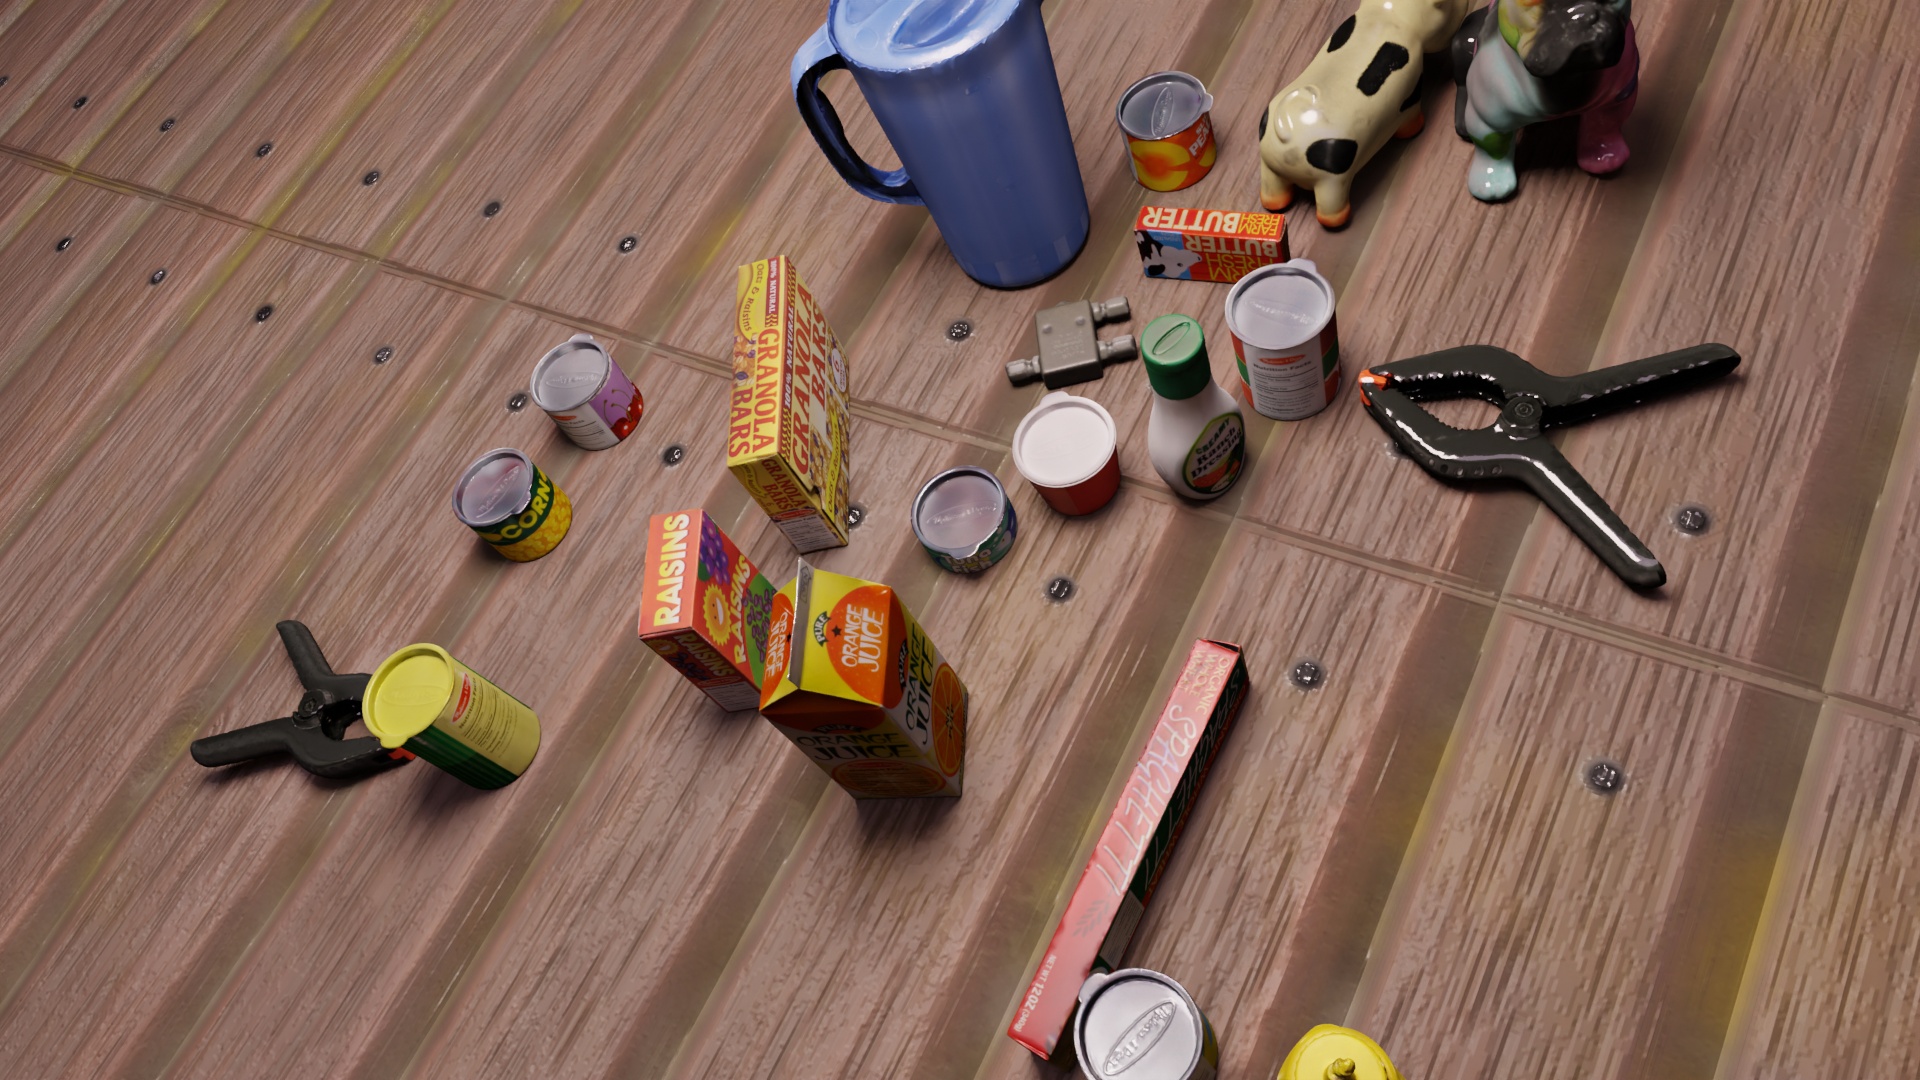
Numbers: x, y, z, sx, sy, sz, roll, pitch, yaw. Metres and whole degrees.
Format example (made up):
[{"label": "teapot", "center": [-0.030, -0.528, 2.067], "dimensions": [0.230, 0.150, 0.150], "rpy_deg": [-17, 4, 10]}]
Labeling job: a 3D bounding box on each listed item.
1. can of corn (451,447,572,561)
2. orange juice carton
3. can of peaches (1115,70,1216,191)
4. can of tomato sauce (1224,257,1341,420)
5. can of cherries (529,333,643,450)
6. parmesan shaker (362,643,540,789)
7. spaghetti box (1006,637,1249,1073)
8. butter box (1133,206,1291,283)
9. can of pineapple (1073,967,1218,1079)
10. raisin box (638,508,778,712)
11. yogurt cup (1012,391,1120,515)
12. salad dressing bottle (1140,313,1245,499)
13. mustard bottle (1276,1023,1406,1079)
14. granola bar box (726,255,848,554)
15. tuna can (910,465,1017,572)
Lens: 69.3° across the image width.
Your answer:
[{"label": "can of corn", "center": [-0.329, -0.025, 1.029], "dimensions": [0.071, 0.058, 0.071], "rpy_deg": [-8, 59, 14]}, {"label": "orange juice carton", "center": [-0.058, 0.084, 0.793], "dimensions": [0.073, 0.192, 0.072], "rpy_deg": [-5, 60, 16]}, {"label": "can of peaches", "center": [0.154, -0.300, 1.023], "dimensions": [0.071, 0.058, 0.071], "rpy_deg": [-8, 59, 14]}, {"label": "can of tomato sauce", "center": [0.209, -0.128, 0.890], "dimensions": [0.071, 0.082, 0.071], "rpy_deg": [-8, 59, 14]}, {"label": "can of cherries", "center": [-0.284, -0.114, 1.064], "dimensions": [0.071, 0.058, 0.072], "rpy_deg": [-8, 59, 14]}, {"label": "parmesan shaker", "center": [-0.335, 0.121, 0.920], "dimensions": [0.071, 0.102, 0.071], "rpy_deg": [-8, 59, 14]}, {"label": "spaghetti box", "center": [0.099, 0.170, 0.775], "dimensions": [0.029, 0.050, 0.251], "rpy_deg": [19, 69, 27]}, {"label": "butter box", "center": [0.176, -0.204, 0.963], "dimensions": [0.103, 0.053, 0.024], "rpy_deg": [9, 65, 23]}, {"label": "can of pineapple", "center": [0.096, 0.259, 0.720], "dimensions": [0.071, 0.057, 0.071], "rpy_deg": [-8, 59, 14]}, {"label": "raisin box", "center": [-0.158, 0.047, 0.890], "dimensions": [0.040, 0.123, 0.086], "rpy_deg": [-9, 59, 14]}, {"label": "yogurt cup", "center": [0.073, -0.052, 0.910], "dimensions": [0.072, 0.053, 0.073], "rpy_deg": [-8, 59, 14]}, {"label": "salad dressing bottle", "center": [0.140, -0.080, 0.847], "dimensions": [0.064, 0.147, 0.044], "rpy_deg": [-42, 57, -7]}, {"label": "mustard bottle", "center": [0.175, 0.253, 0.635], "dimensions": [0.065, 0.159, 0.049], "rpy_deg": [34, 77, 31]}, {"label": "granola bar box", "center": [-0.114, -0.093, 0.955], "dimensions": [0.039, 0.123, 0.166], "rpy_deg": [-11, 59, 13]}, {"label": "tuna can", "center": [0.003, -0.012, 0.923], "dimensions": [0.071, 0.032, 0.071], "rpy_deg": [-8, 59, 14]}]
